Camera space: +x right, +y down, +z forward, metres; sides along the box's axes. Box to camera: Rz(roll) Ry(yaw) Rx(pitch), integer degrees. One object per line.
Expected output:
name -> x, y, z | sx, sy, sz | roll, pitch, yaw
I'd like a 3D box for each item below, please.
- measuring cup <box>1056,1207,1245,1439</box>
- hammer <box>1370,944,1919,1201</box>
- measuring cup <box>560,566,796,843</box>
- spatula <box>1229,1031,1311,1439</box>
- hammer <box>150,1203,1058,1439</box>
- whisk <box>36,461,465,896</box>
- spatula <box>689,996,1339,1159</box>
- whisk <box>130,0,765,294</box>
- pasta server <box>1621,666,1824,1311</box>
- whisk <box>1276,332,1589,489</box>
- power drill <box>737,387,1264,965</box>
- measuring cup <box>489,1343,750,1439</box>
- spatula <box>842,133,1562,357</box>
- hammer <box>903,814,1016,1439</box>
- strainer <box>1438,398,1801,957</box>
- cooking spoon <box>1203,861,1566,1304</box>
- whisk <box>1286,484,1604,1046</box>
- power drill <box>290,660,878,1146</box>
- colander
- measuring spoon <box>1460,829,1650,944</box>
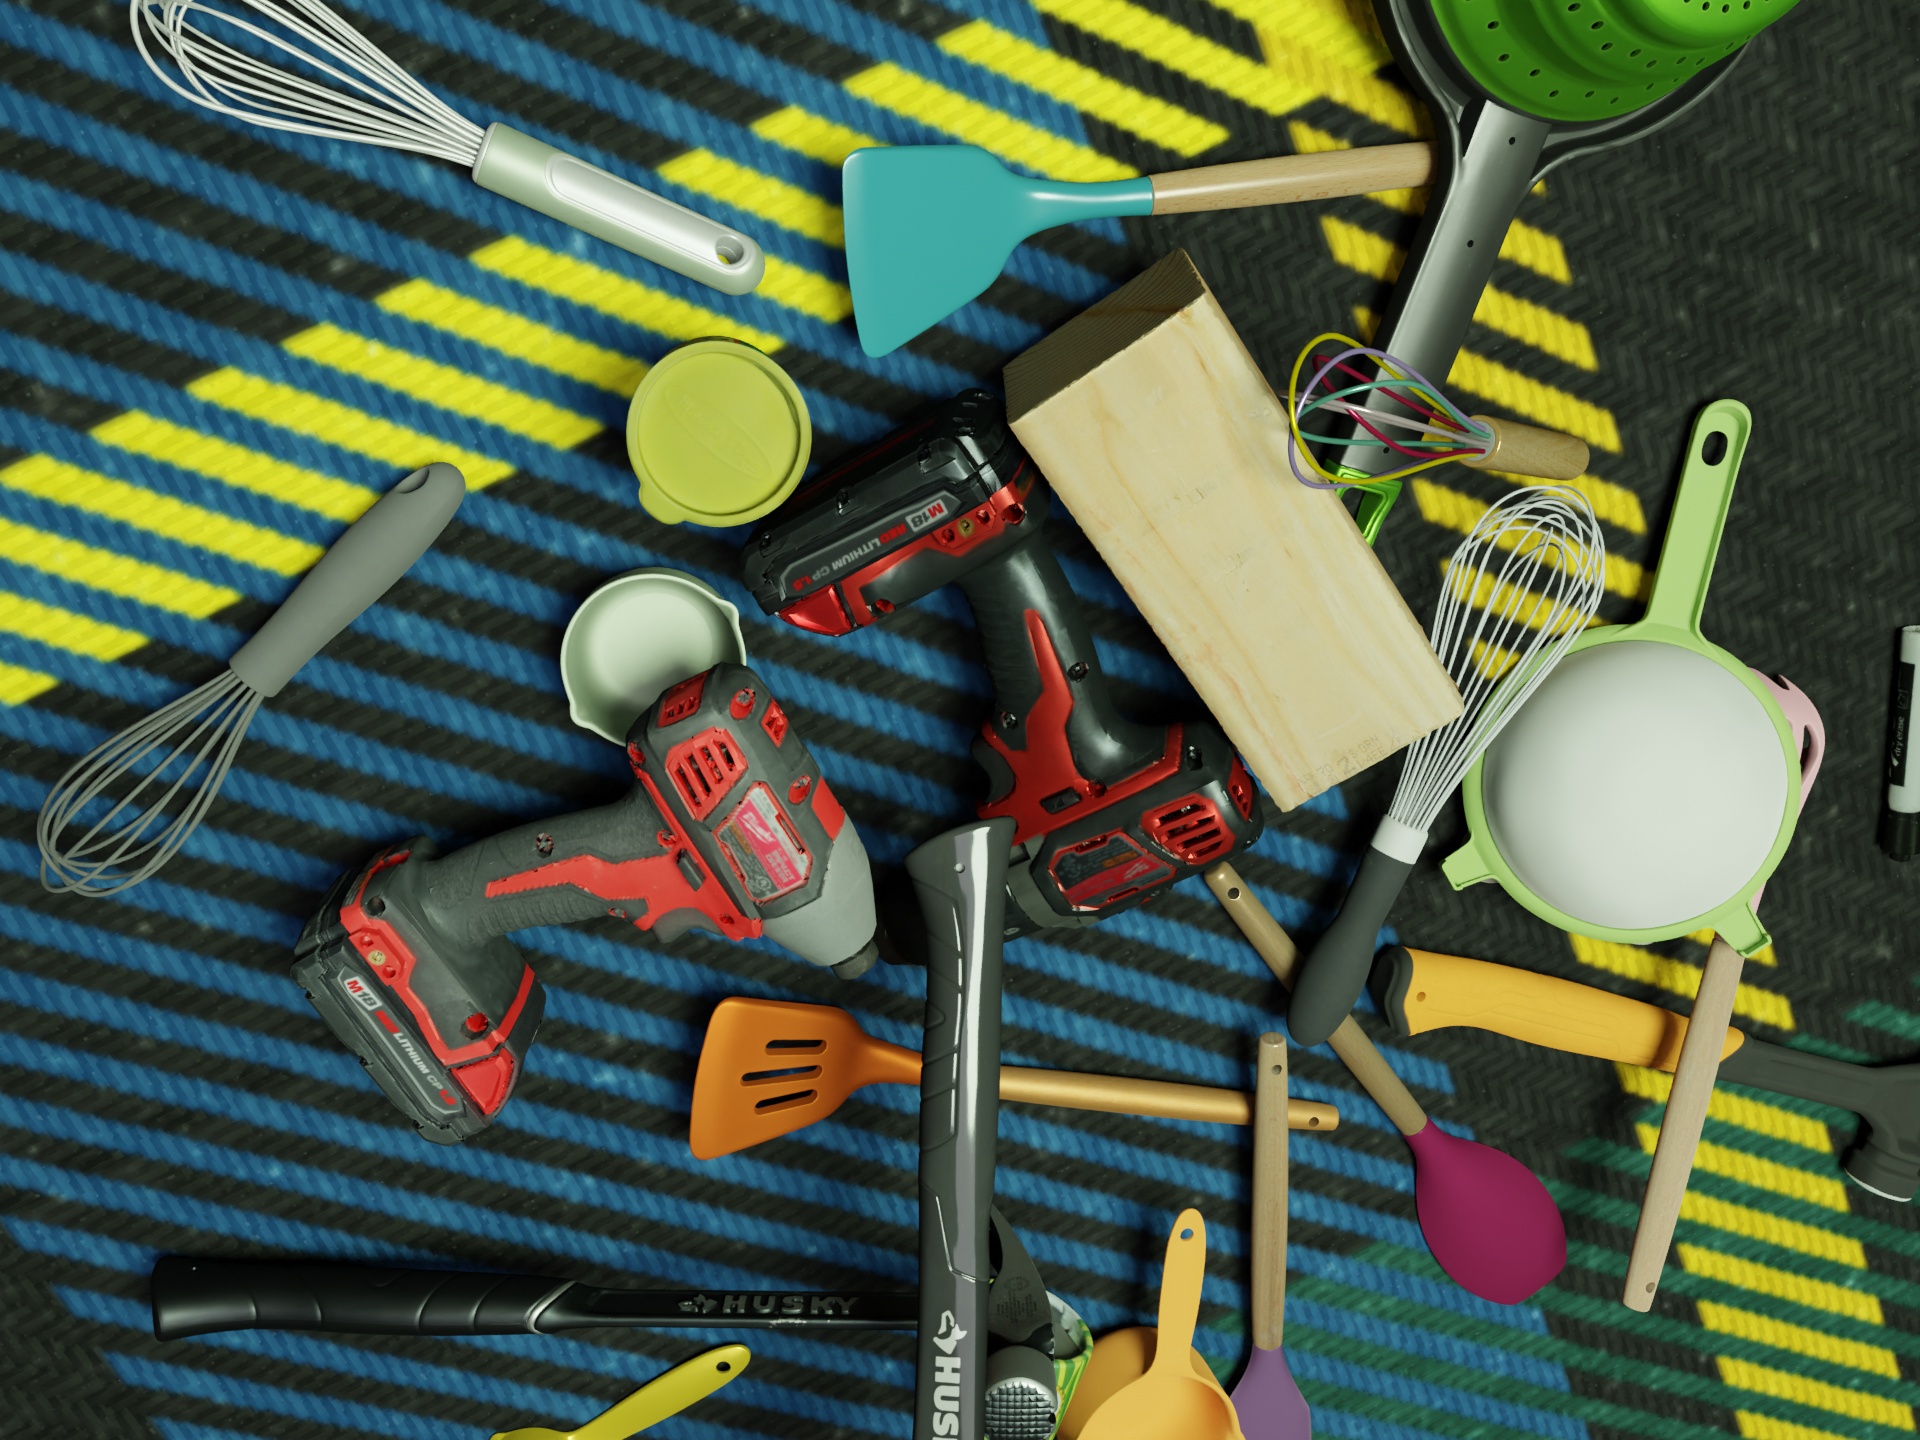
measuring cup -> 0.096, 0.313, 0.799 | 0.095, 0.052, 0.173 | 3, 102, -15
hammer -> 0.367, 0.157, 0.809 | 0.336, 0.034, 0.127 | 14, 104, -12
measuring cup -> -0.105, 0.006, 0.691 | 0.083, 0.038, 0.167 | -35, 110, 2
spatula -> 0.155, 0.297, 0.812 | 0.059, 0.018, 0.315 | -6, 112, -7
hammer -> -0.162, 0.262, 0.722 | 0.409, 0.149, 0.036 | 1, 105, 0
whisk -> -0.289, -0.018, 0.650 | 0.239, 0.055, 0.055 | -45, 107, 1
spatula -> 0.034, 0.179, 0.759 | 0.322, 0.041, 0.081 | 9, 104, -12
whisk -> -0.190, -0.222, 0.610 | 0.246, 0.059, 0.058 | 20, 74, -18
pasta server -> 0.362, 0.132, 0.772 | 0.060, 0.040, 0.316 | 12, 94, -9
whisk -> 0.199, -0.118, 0.638 | 0.051, 0.245, 0.047 | -35, 69, 38
power drill -> -0.001, -0.002, 0.674 | 0.188, 0.080, 0.226 | -26, 109, 21
measuring cup -> -0.170, 0.355, 0.779 | 0.156, 0.029, 0.062 | -31, 108, 2
spatula -> 0.106, -0.216, 0.659 | 0.317, 0.044, 0.082 | -10, 122, -8
hammer -> 0.003, 0.205, 0.634 | 0.146, 0.035, 0.335 | 2, 88, 8
strainer -> 0.321, -0.020, 0.716 | 0.151, 0.069, 0.256 | 13, 95, 9
cooking spoon -> 0.215, 0.187, 0.801 | 0.069, 0.017, 0.318 | -39, 108, 2
whisk -> 0.215, 0.025, 0.731 | 0.070, 0.070, 0.284 | 20, 102, -14
power drill -> -0.146, 0.081, 0.660 | 0.219, 0.079, 0.143 | -26, 112, 10
colander -> 0.239, -0.241, 0.622 | 0.204, 0.095, 0.397 | 9, 112, -22
measuring spoon -> 0.301, 0.085, 0.786 | 0.124, 0.018, 0.034 | 27, 99, -15
